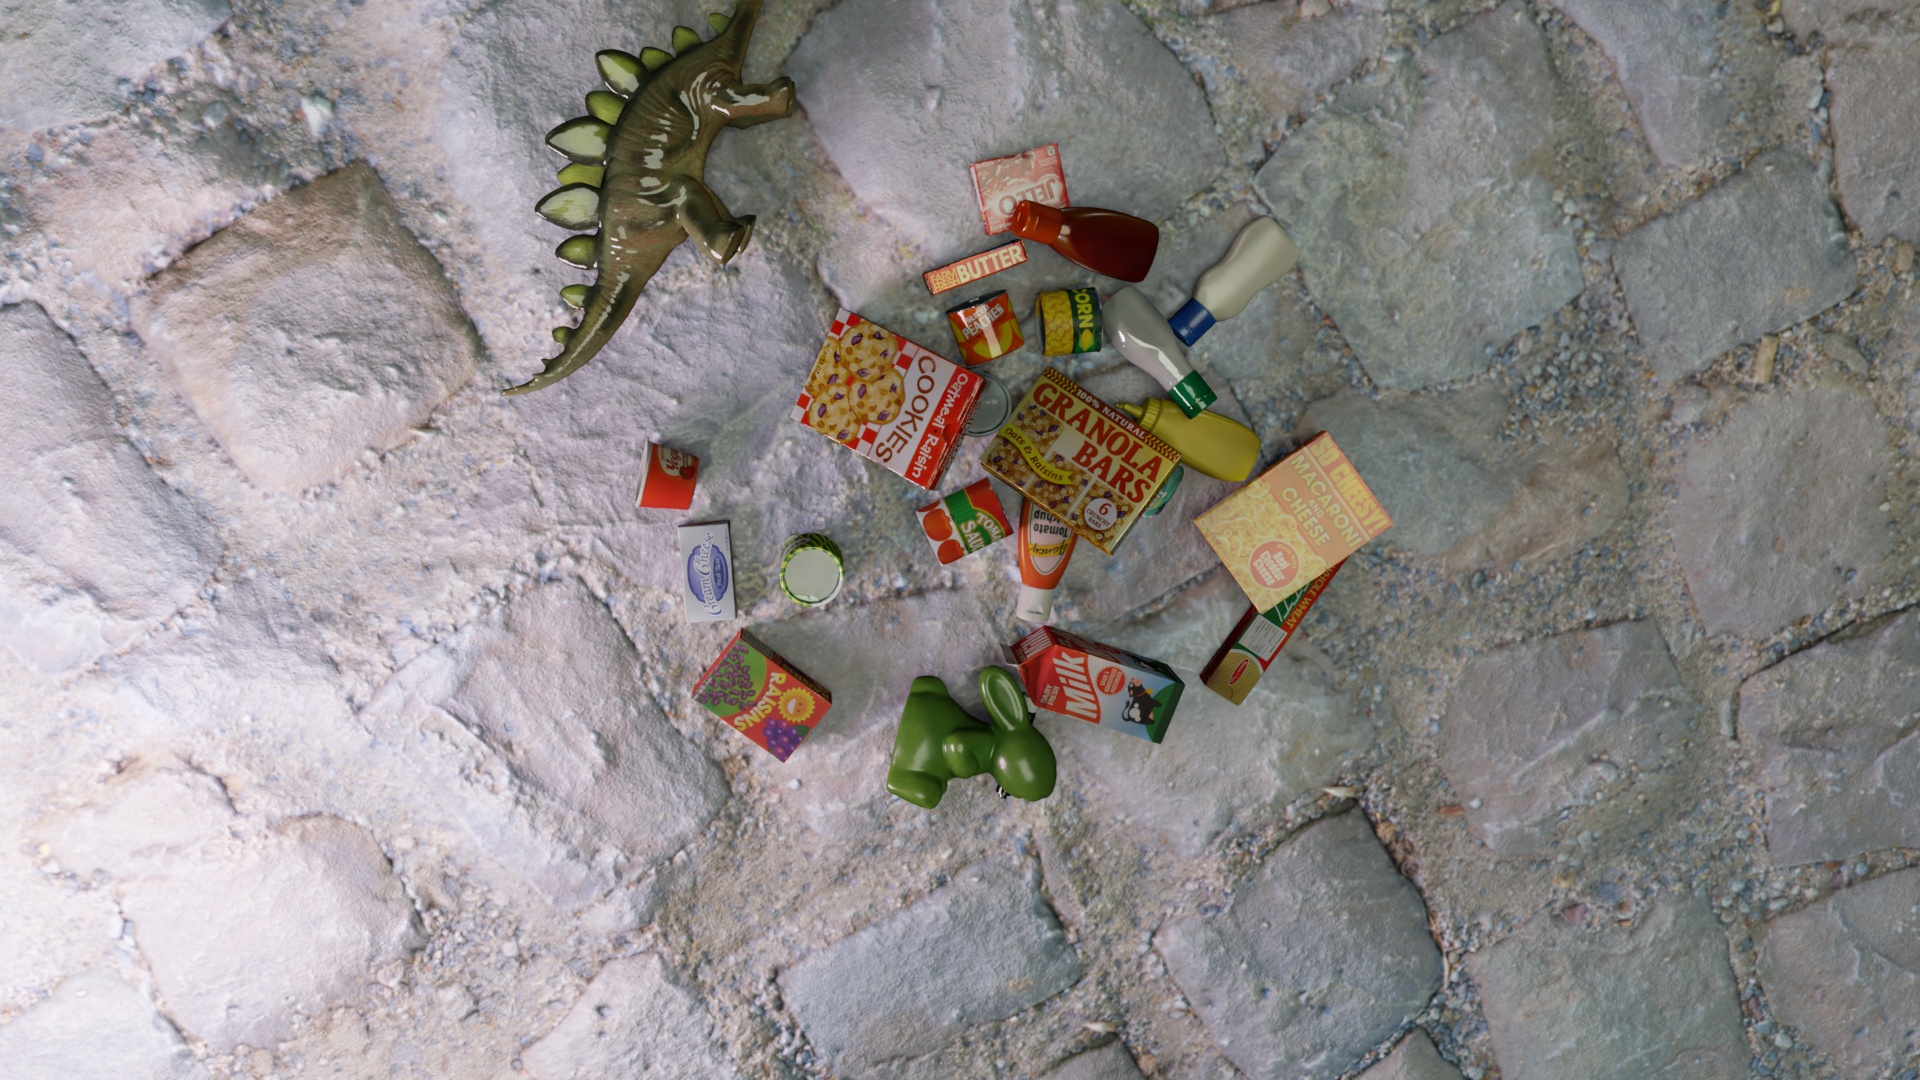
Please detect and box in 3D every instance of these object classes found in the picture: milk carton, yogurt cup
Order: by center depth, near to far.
[{"bbox_3d":[-0.294,-0.062,1.394,0.054,0.072,0.072,11,101,-17],"label":"yogurt cup"},{"bbox_3d":[0.133,0.148,1.485,0.191,0.072,0.073,18,100,-10],"label":"milk carton"}]

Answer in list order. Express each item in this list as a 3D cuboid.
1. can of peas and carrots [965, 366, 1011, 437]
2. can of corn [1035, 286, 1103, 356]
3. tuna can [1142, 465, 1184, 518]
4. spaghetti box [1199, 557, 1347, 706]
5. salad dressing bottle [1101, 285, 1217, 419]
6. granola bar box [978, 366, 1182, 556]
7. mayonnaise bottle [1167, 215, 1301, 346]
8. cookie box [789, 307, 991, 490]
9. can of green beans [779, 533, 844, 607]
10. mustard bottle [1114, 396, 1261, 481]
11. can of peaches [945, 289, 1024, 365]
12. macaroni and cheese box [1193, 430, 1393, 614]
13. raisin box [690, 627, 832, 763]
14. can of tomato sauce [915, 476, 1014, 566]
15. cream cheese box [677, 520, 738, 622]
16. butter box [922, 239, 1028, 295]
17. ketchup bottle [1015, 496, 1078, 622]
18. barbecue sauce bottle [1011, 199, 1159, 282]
[{"bbox_3d":[0.015,-0.144,1.415,0.071,0.059,0.070,-1,101,-6],"label":"can of peas and carrots"},{"bbox_3d":[0.109,-0.222,1.404,0.058,0.071,0.071,-6,103,-5],"label":"can of corn"},{"bbox_3d":[0.200,-0.057,1.450,0.033,0.071,0.071,34,96,-11],"label":"tuna can"},{"bbox_3d":[0.355,0.066,1.516,0.050,0.029,0.249,34,96,-12],"label":"spaghetti box"},{"bbox_3d":[0.201,-0.190,1.414,0.064,0.043,0.147,-37,87,-37],"label":"salad dressing bottle"},{"bbox_3d":[0.122,-0.081,1.410,0.166,0.039,0.124,36,86,13],"label":"granola bar box"},{"bbox_3d":[0.277,-0.264,1.431,0.148,0.041,0.064,-44,102,5],"label":"mayonnaise bottle"},{"bbox_3d":[-0.070,-0.140,1.379,0.167,0.040,0.122,28,98,16],"label":"cookie box"},{"bbox_3d":[-0.153,0.030,1.433,0.071,0.058,0.071,-1,102,-6],"label":"can of green beans"},{"bbox_3d":[0.233,-0.115,1.453,0.160,0.049,0.065,23,93,-10],"label":"mustard bottle"},{"bbox_3d":[0.025,-0.213,1.395,0.071,0.071,0.058,-21,105,-2],"label":"can of peaches"},{"bbox_3d":[0.350,-0.020,1.471,0.166,0.040,0.123,-35,90,8],"label":"macaroni and cheese box"},{"bbox_3d":[-0.209,0.164,1.465,0.123,0.040,0.086,38,95,-12],"label":"raisin box"},{"bbox_3d":[0.005,-0.018,1.435,0.083,0.071,0.071,-26,104,0],"label":"can of tomato sauce"},{"bbox_3d":[-0.262,0.032,1.438,0.053,0.024,0.103,-4,102,-5],"label":"cream cheese box"},{"bbox_3d":[0.014,-0.273,1.390,0.103,0.053,0.024,-20,102,-2],"label":"butter box"},{"bbox_3d":[0.089,0.011,1.465,0.065,0.043,0.148,9,101,-4],"label":"ketchup bottle"},{"bbox_3d":[0.123,-0.303,1.381,0.149,0.044,0.064,9,104,-27],"label":"barbecue sauce bottle"}]
